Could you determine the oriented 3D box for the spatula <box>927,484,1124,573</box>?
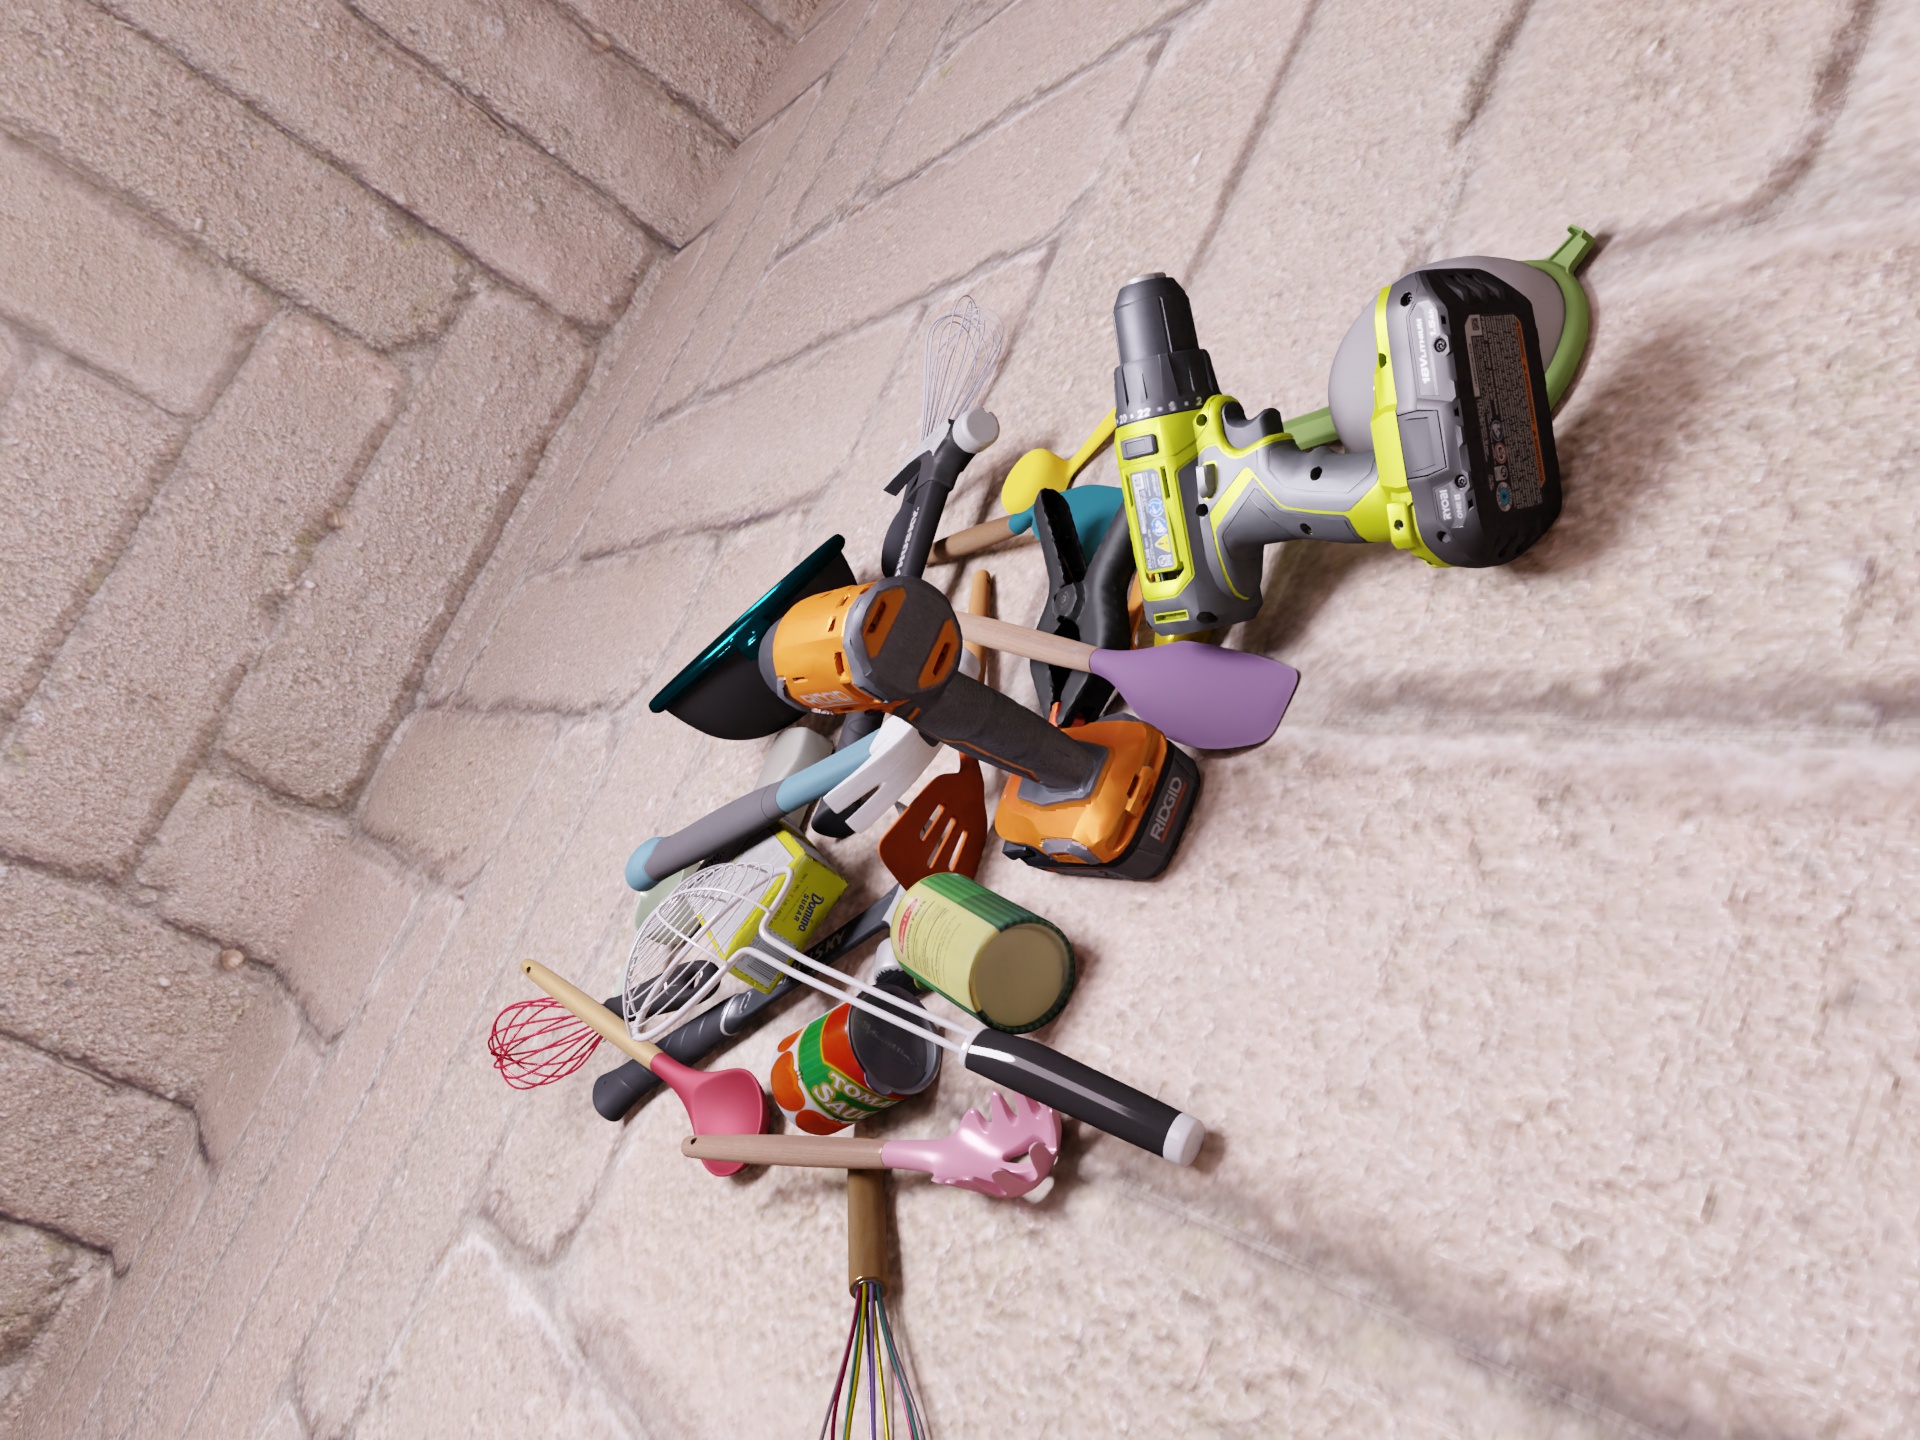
[{"bbox_3d":[0.036,-0.130,1.159,0.082,0.044,0.317,-44,15,-19],"label":"spatula"}]

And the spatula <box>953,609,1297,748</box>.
[{"bbox_3d":[0.061,-0.038,0.940,0.316,0.018,0.060,19,78,45],"label":"spatula"}]

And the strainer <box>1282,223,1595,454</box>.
[{"bbox_3d":[0.213,-0.187,0.872,0.256,0.069,0.151,-10,53,55],"label":"strainer"}]

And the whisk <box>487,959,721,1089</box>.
[{"bbox_3d":[-0.276,0.229,1.219,0.296,0.073,0.073,-26,40,39],"label":"whisk"}]

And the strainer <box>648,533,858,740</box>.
[{"bbox_3d":[-0.137,-0.044,1.238,0.211,0.095,0.340,-42,11,-3],"label":"strainer"}]

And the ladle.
[{"bbox_3d":[-0.230,0.233,1.129,0.316,0.031,0.069,22,85,43],"label":"ladle"}]

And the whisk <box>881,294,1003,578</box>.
[{"bbox_3d":[-0.023,-0.245,1.369,0.070,0.070,0.285,-17,52,54],"label":"whisk"}]

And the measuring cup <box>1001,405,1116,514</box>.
[{"bbox_3d":[0.082,-0.204,1.153,0.156,0.029,0.062,-46,27,35],"label":"measuring cup"}]

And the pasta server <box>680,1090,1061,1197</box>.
[{"bbox_3d":[-0.061,0.234,0.879,0.316,0.040,0.060,-13,34,43],"label":"pasta server"}]

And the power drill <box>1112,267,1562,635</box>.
[{"bbox_3d":[0.168,-0.148,0.796,0.228,0.080,0.190,-4,98,50],"label":"power drill"}]

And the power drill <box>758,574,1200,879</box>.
[{"bbox_3d":[-0.001,0.003,0.858,0.164,0.226,0.084,-4,58,59],"label":"power drill"}]

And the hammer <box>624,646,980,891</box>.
[{"bbox_3d":[-0.123,0.054,1.075,0.331,0.033,0.128,-27,25,41],"label":"hammer"}]

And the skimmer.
[{"bbox_3d":[-0.035,0.162,0.826,0.363,0.090,0.127,18,55,32],"label":"skimmer"}]

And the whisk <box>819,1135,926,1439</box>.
[{"bbox_3d":[-0.047,0.309,0.818,0.051,0.047,0.245,-48,25,23],"label":"whisk"}]

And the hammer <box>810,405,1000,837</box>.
[{"bbox_3d":[-0.054,-0.071,1.213,0.146,0.035,0.335,-20,51,63],"label":"hammer"}]

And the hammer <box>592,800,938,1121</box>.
[{"bbox_3d":[-0.148,0.195,1.126,0.409,0.036,0.149,-37,32,37],"label":"hammer"}]

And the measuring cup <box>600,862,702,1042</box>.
[{"bbox_3d":[-0.250,0.190,1.308,0.083,0.038,0.168,-13,52,55],"label":"measuring cup"}]

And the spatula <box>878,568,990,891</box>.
[{"bbox_3d":[-0.002,-0.003,1.073,0.041,0.081,0.323,-27,32,24],"label":"spatula"}]

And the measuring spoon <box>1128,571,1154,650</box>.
[{"bbox_3d":[0.115,-0.076,0.994,0.021,0.011,0.117,-36,29,51],"label":"measuring spoon"}]
